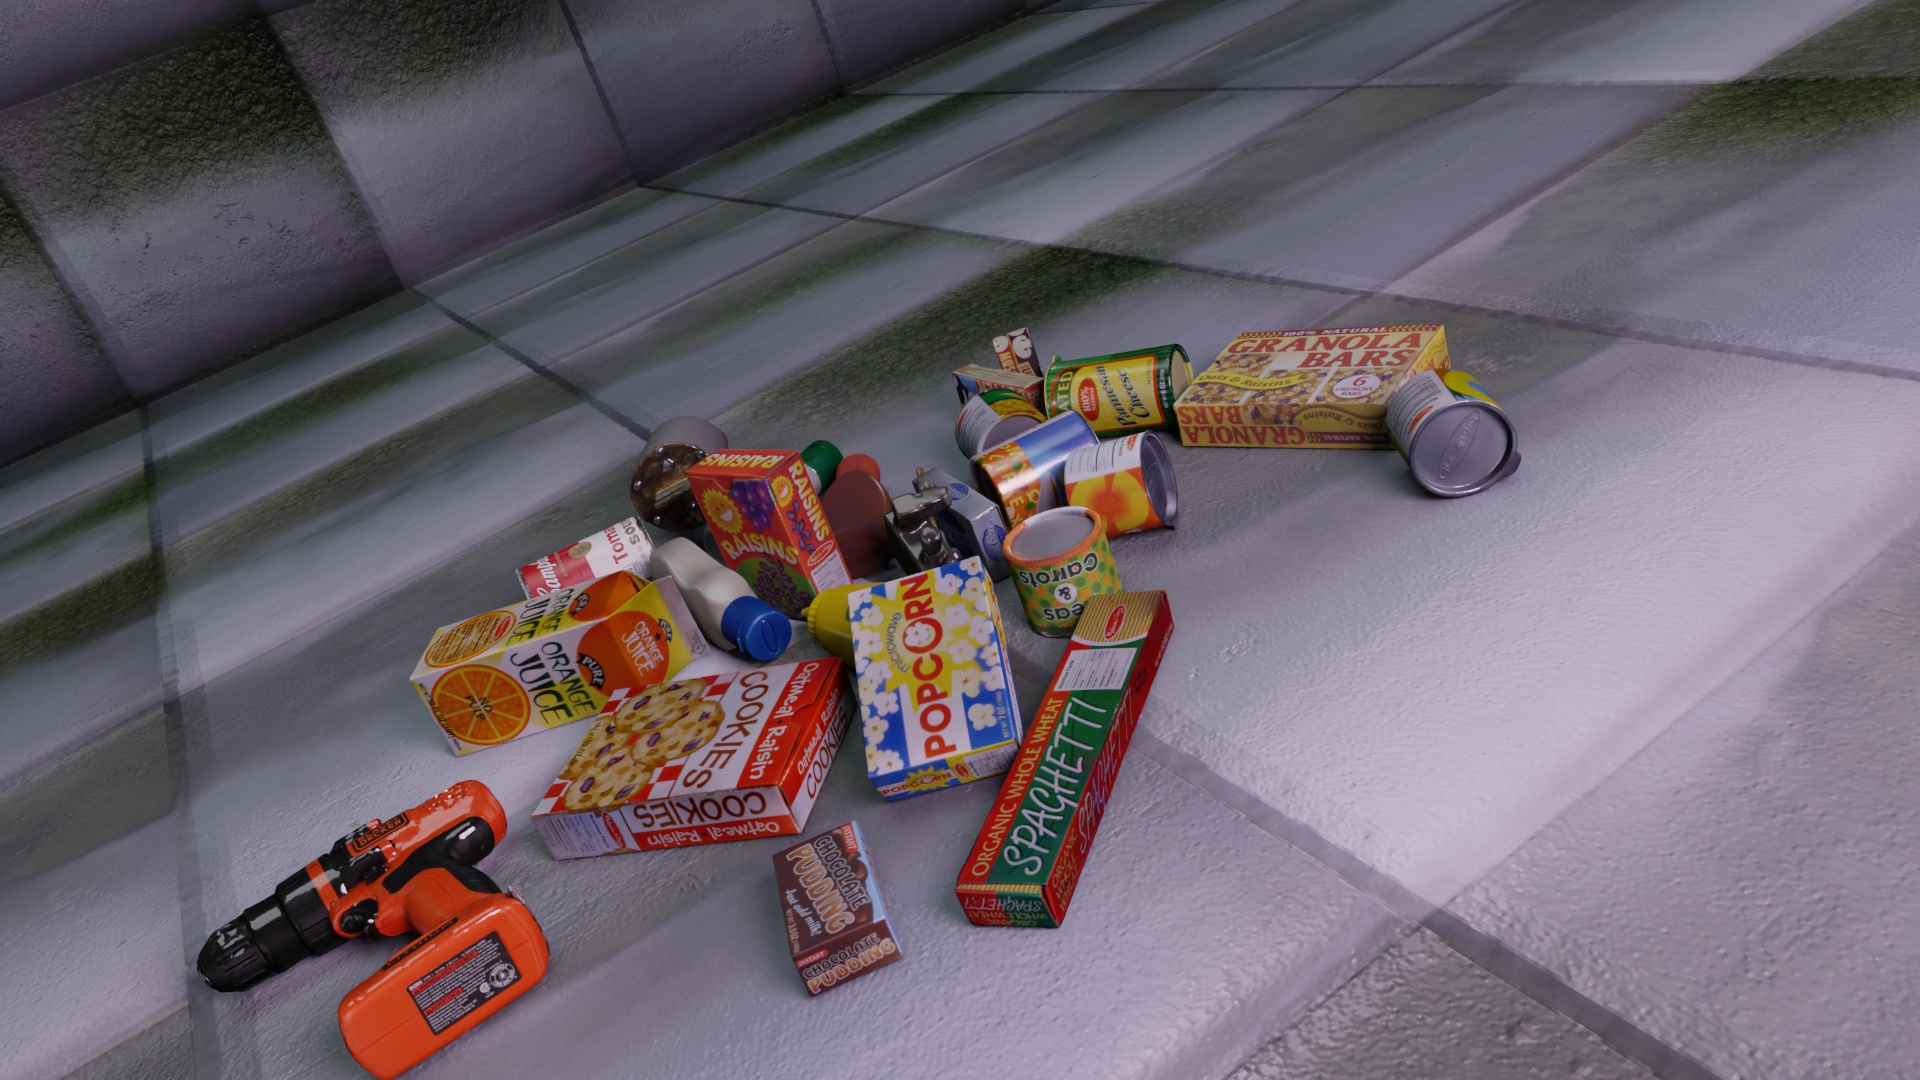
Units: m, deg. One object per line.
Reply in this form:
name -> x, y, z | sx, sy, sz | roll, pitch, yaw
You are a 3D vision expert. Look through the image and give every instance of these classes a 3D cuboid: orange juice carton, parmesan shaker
orange juice carton -> -0.281, 0.081, 0.991 | 0.193, 0.071, 0.073 | -17, 27, 6
parmesan shaker -> 0.125, -0.117, 1.086 | 0.103, 0.071, 0.072 | -6, 30, 26

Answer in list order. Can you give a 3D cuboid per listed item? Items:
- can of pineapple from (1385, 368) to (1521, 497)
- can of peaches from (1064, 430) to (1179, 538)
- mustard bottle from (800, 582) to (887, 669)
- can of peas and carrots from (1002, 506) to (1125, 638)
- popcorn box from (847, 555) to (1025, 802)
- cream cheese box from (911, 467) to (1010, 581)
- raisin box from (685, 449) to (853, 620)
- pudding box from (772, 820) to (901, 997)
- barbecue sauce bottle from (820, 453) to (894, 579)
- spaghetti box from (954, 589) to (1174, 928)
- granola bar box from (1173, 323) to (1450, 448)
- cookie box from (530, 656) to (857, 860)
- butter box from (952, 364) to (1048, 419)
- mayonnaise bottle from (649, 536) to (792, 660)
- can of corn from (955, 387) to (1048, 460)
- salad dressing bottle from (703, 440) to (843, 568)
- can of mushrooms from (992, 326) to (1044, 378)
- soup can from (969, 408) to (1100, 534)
can of pineapple -> 0.310, -0.068, 0.877 | 0.071, 0.070, 0.058 | -16, 27, 9
can of peaches -> 0.111, -0.034, 0.946 | 0.058, 0.071, 0.071 | -13, 27, 26
mustard bottle -> -0.055, 0.057, 0.907 | 0.160, 0.048, 0.065 | 7, 39, 42
can of peas and carrots -> 0.066, 0.020, 0.883 | 0.071, 0.058, 0.071 | -16, 27, 9
popcorn box -> -0.015, 0.078, 0.797 | 0.085, 0.038, 0.127 | -17, 53, 8
cream cheese box -> 0.004, -0.012, 0.992 | 0.024, 0.053, 0.104 | -30, 28, -14
raisin box -> -0.135, -0.004, 0.993 | 0.086, 0.123, 0.040 | 4, 35, 39
pudding box -> -0.063, 0.183, 0.697 | 0.050, 0.030, 0.084 | -21, 27, -5
barbecue sauce bottle -> -0.081, -0.023, 1.083 | 0.065, 0.043, 0.149 | -17, 26, 6
spaghetti box -> 0.063, 0.109, 0.752 | 0.050, 0.028, 0.251 | -6, 30, 27
granola bar box -> 0.259, -0.115, 1.026 | 0.165, 0.039, 0.125 | 4, 35, 38
cookie box -> -0.159, 0.131, 0.848 | 0.167, 0.040, 0.123 | -10, 28, 19
butter box -> 0.037, -0.115, 1.162 | 0.024, 0.053, 0.103 | -31, 29, -27
mayonnaise bottle -> -0.173, 0.046, 0.999 | 0.041, 0.064, 0.148 | -30, 32, -26
can of corn -> 0.038, -0.079, 1.083 | 0.071, 0.071, 0.058 | -24, 27, -7
salad dressing bottle -> -0.150, -0.031, 1.143 | 0.064, 0.044, 0.148 | -7, 28, 38
can of mushrooms -> 0.053, -0.148, 1.197 | 0.033, 0.070, 0.071 | -19, 27, 4
soup can -> 0.059, -0.046, 1.008 | 0.084, 0.071, 0.071 | -26, 27, -11
